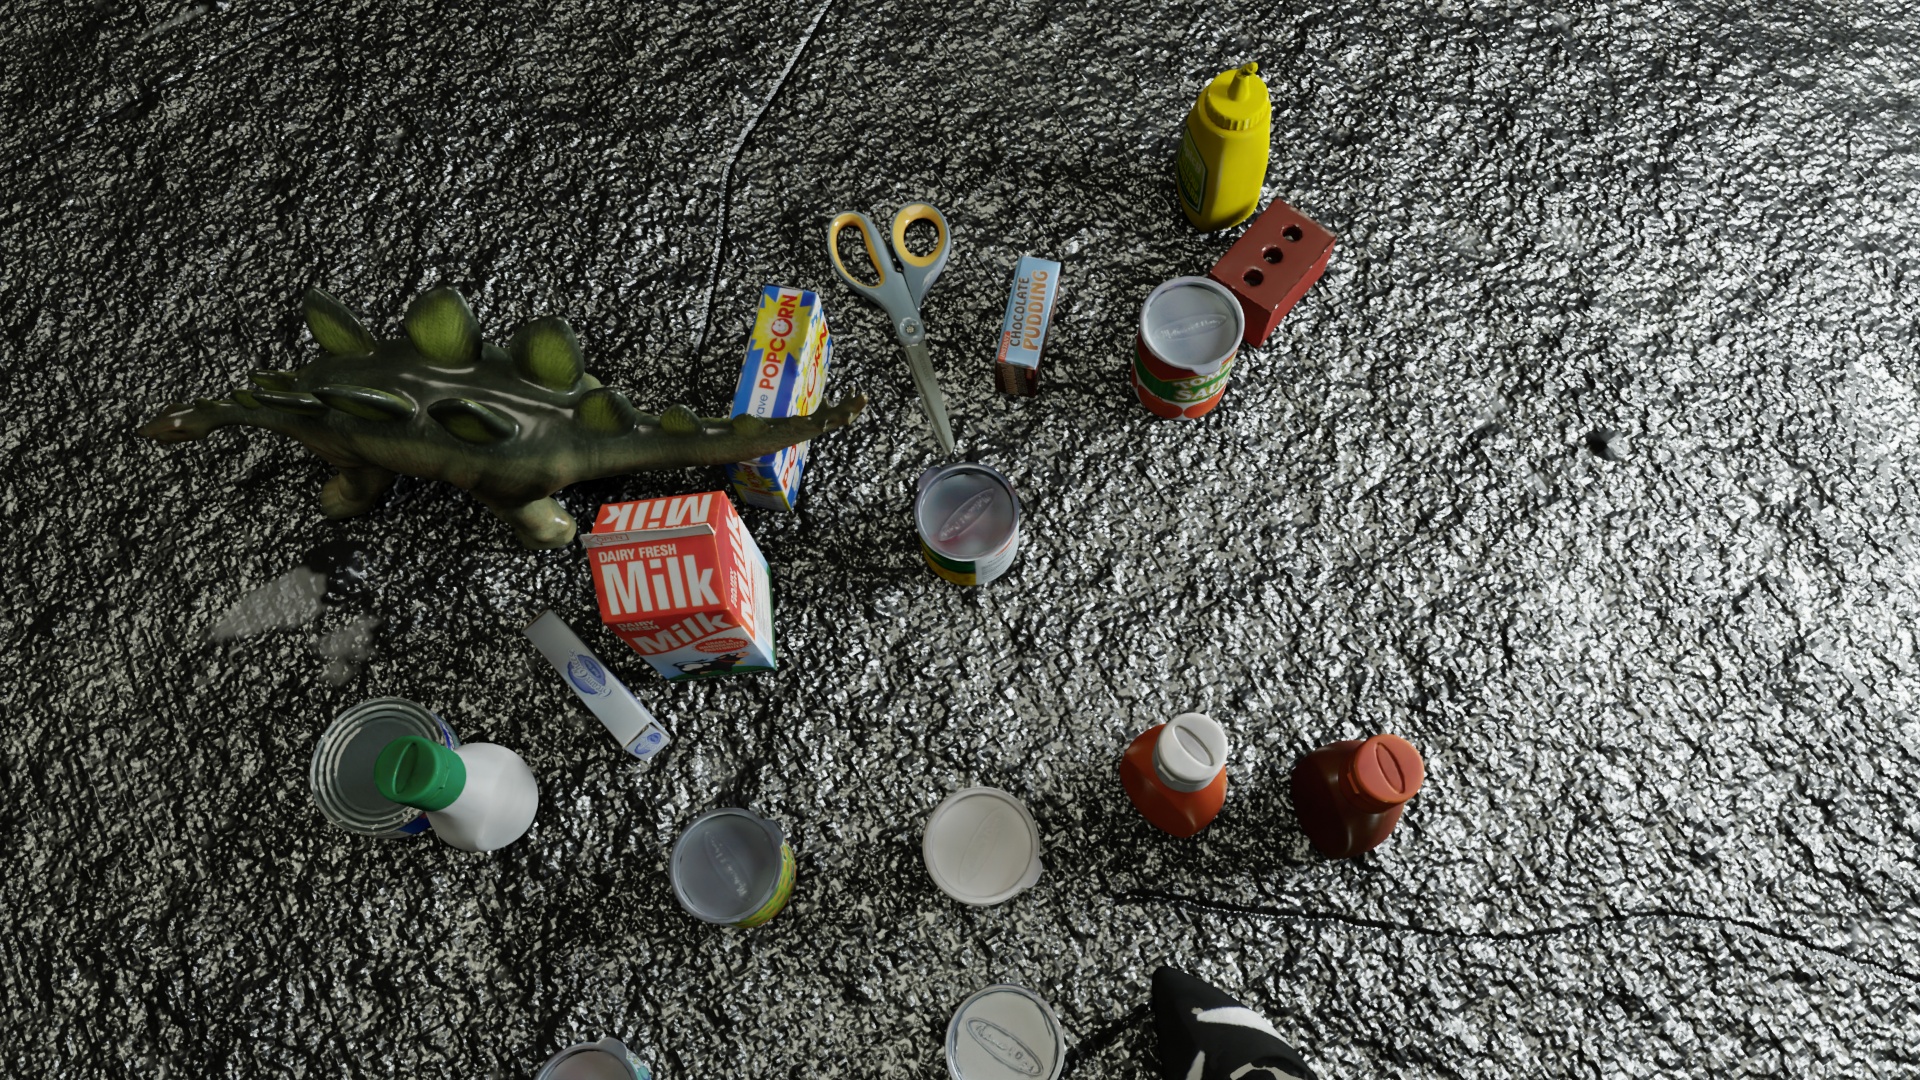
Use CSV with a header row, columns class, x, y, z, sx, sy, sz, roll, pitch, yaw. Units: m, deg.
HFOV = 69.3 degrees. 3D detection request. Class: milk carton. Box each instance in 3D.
class,x,y,z,sx,sy,sz,roll,pitch,yaw
milk carton,-0.162,0.025,0.821,0.072,0.190,0.073,-6,71,1

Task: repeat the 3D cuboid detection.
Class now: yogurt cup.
class,x,y,z,sx,sy,sz,roll,pitch,yaw
yogurt cup,0.013,0.185,0.829,0.072,0.053,0.072,-1,71,2

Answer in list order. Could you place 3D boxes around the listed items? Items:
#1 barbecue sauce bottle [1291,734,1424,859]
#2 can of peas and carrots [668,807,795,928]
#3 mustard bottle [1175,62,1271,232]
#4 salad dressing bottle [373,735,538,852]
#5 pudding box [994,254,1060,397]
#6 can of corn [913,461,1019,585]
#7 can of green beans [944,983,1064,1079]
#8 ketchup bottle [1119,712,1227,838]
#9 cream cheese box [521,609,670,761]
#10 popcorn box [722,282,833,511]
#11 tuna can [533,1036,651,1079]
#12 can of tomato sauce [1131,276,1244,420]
class,x,y,z,sx,sy,sz,roll,pitch,yaw
barbecue sauce bottle,0.224,0.141,0.786,0.044,0.148,0.065,-19,71,-4
can of peas and carrots,-0.133,0.195,0.830,0.071,0.058,0.071,-1,71,2
mustard bottle,0.177,-0.269,0.926,0.049,0.159,0.065,-19,71,-4
salad dressing bottle,-0.291,0.144,0.807,0.044,0.147,0.064,11,72,6
pudding box,0.046,-0.146,0.947,0.030,0.049,0.084,11,72,6
can of corn,0.003,-0.011,0.897,0.071,0.058,0.071,-1,71,2
can of green beans,0.025,0.288,0.791,0.071,0.057,0.071,-1,71,2
ketchup bottle,0.124,0.132,0.793,0.043,0.148,0.065,-41,74,-11
cream cheese box,-0.228,0.091,0.873,0.024,0.053,0.104,-43,74,-11
popcorn box,-0.120,-0.093,0.917,0.038,0.085,0.127,10,71,6
tuna can,-0.212,0.322,0.802,0.071,0.032,0.071,-1,71,2
can of tomato sauce,0.149,-0.123,0.917,0.071,0.083,0.071,-1,71,2
